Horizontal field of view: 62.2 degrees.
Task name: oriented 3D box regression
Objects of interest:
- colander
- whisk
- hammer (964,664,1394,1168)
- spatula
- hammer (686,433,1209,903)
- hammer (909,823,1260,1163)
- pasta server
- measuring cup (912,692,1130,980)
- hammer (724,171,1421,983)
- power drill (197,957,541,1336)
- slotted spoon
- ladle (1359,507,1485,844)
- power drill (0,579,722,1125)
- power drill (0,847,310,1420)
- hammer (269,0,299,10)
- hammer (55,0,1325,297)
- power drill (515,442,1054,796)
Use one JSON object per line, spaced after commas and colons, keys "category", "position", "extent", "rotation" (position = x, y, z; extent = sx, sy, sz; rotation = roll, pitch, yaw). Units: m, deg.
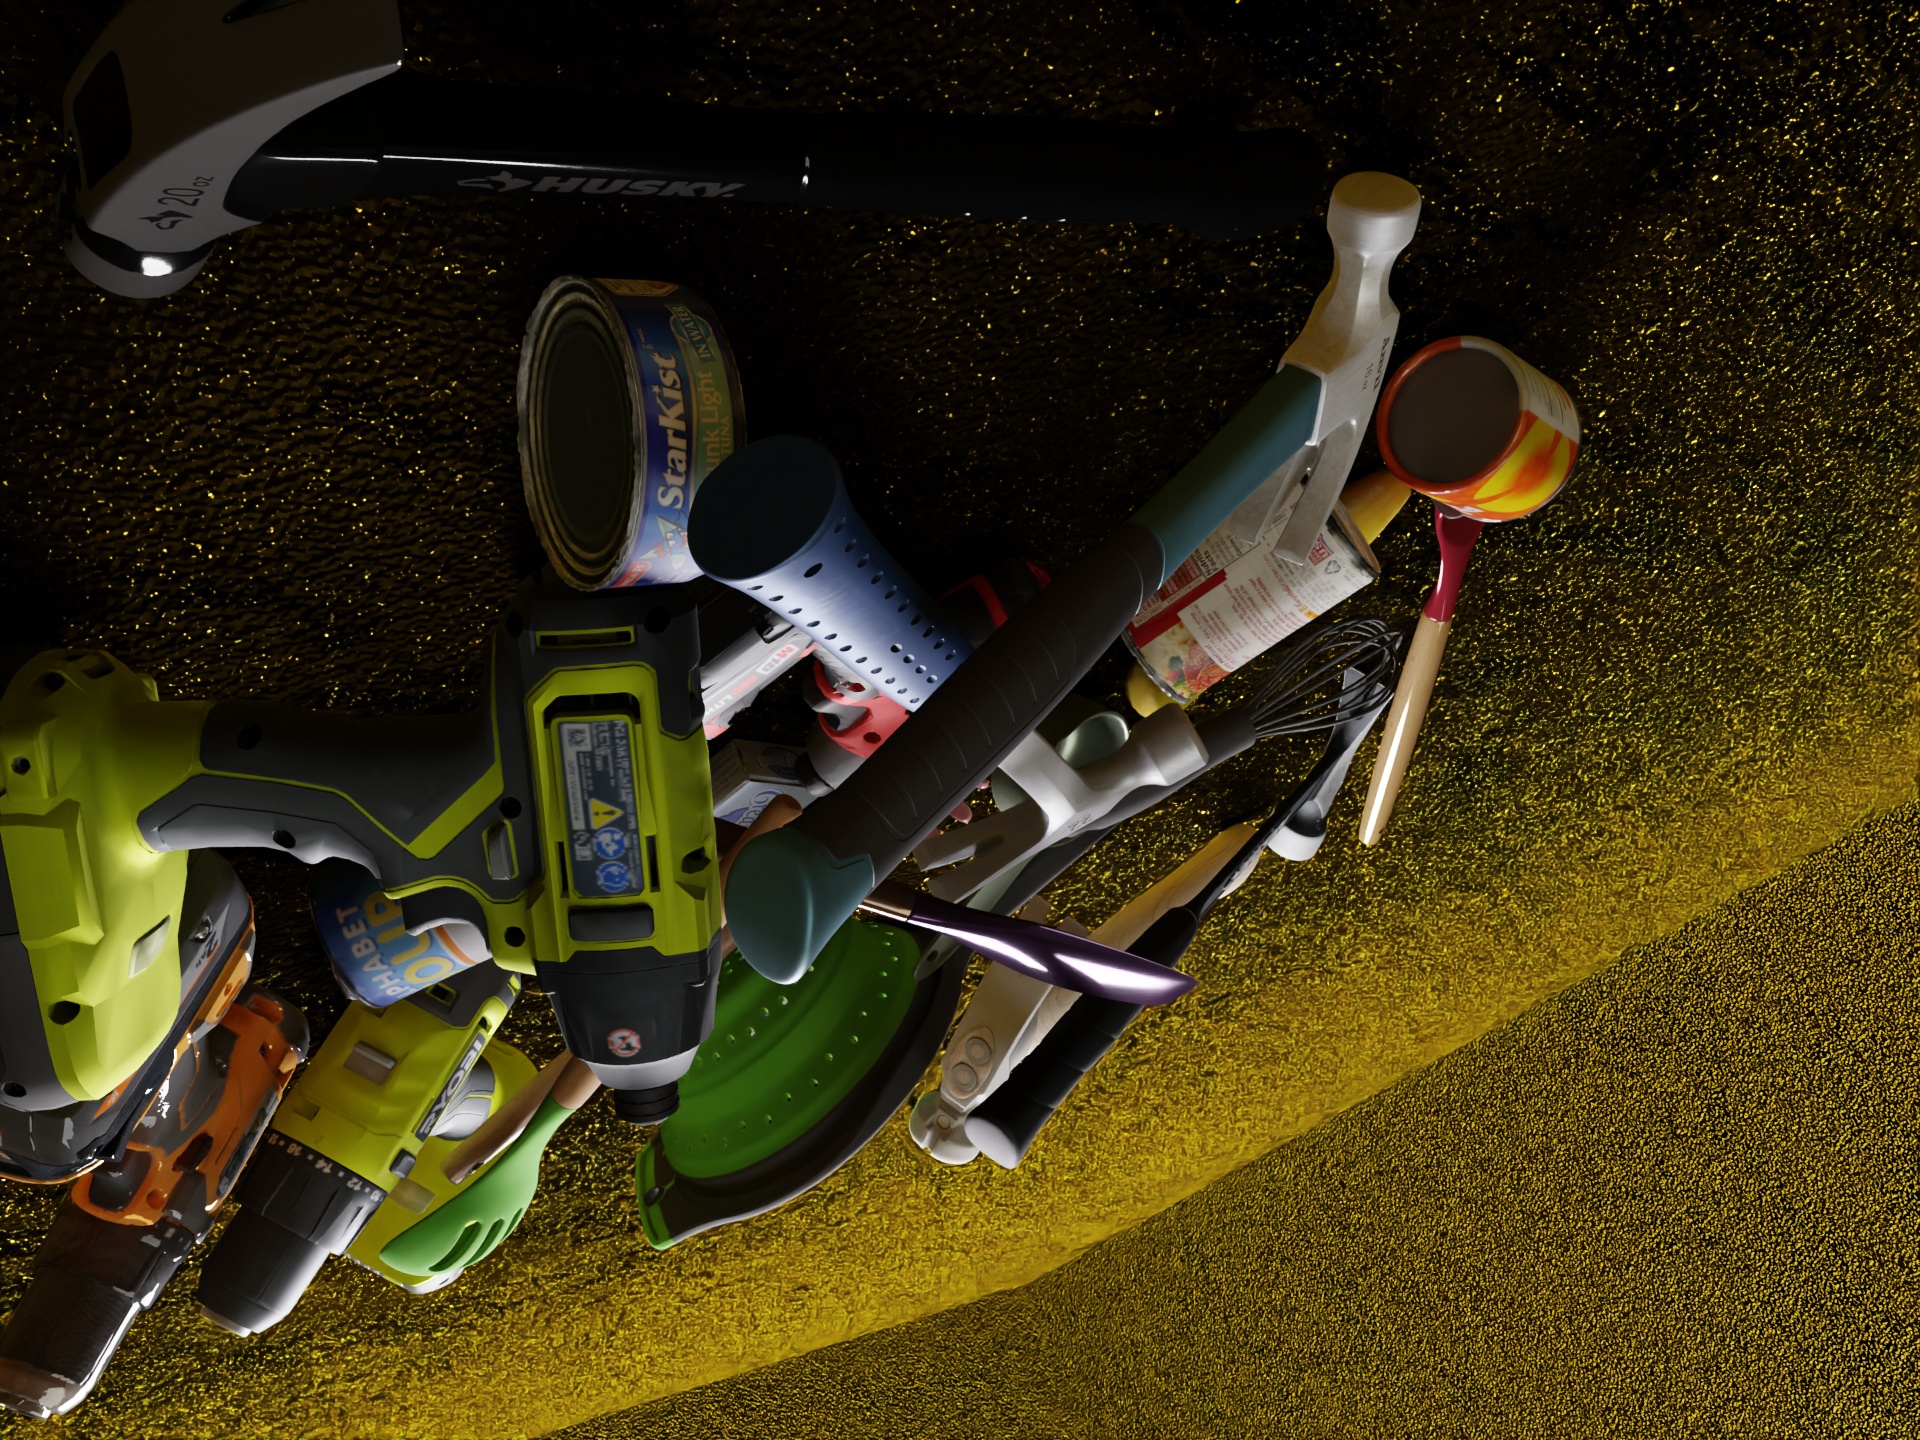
{"category": "colander", "position": [-0.044, 0.104, 0.855], "extent": [0.397, 0.094, 0.205], "rotation": [-40, -160, -4]}
{"category": "whisk", "position": [0.142, 0.003, 0.826], "extent": [0.239, 0.055, 0.055], "rotation": [-26, 158, -24]}
{"category": "hammer", "position": [0.126, 0.101, 0.844], "extent": [0.409, 0.036, 0.149], "rotation": [-36, 153, -46]}
{"category": "spatula", "position": [-0.046, 0.072, 0.684], "extent": [0.315, 0.018, 0.059], "rotation": [21, 149, -13]}
{"category": "hammer", "position": [-0.001, -0.002, 0.575], "extent": [0.144, 0.035, 0.405], "rotation": [-31, 161, 7]}
{"category": "hammer", "position": [0.106, 0.115, 0.930], "extent": [0.410, 0.038, 0.146], "rotation": [-22, 141, -60]}
{"category": "pasta server", "position": [-0.117, 0.115, 0.770], "extent": [0.316, 0.040, 0.060], "rotation": [-41, 151, -13]}
{"category": "measuring cup", "position": [0.020, 0.056, 0.801], "extent": [0.167, 0.038, 0.083], "rotation": [-50, 145, -9]}
{"category": "hammer", "position": [0.047, -0.044, 0.495], "extent": [0.331, 0.033, 0.128], "rotation": [-44, 150, -31]}
{"category": "power drill", "position": [-0.280, 0.214, 0.787], "extent": [0.191, 0.080, 0.228], "rotation": [-62, 174, -25]}
{"category": "slotted spoon", "position": [-0.160, 0.147, 0.691], "extent": [0.313, 0.031, 0.070], "rotation": [-51, 155, 21]}
{"category": "ladle", "position": [0.241, -0.037, 0.817], "extent": [0.069, 0.031, 0.315], "rotation": [-30, 145, -25]}
{"category": "power drill", "position": [-0.186, 0.048, 0.486], "extent": [0.223, 0.171, 0.080], "rotation": [-3, -167, -2]}
{"category": "power drill", "position": [-0.332, 0.158, 0.614], "extent": [0.084, 0.185, 0.226], "rotation": [20, 146, -1]}
{"category": "hammer", "position": [0.014, -0.217, 0.327], "extent": [0.337, 0.034, 0.127], "rotation": [-15, 155, -20]}
{"category": "hammer", "position": [-0.029, -0.141, 0.394], "extent": [0.334, 0.035, 0.146], "rotation": [-12, -177, -36]}
{"category": "power drill", "position": [-0.055, -0.022, 0.615], "extent": [0.143, 0.079, 0.219], "rotation": [-35, 157, 22]}
